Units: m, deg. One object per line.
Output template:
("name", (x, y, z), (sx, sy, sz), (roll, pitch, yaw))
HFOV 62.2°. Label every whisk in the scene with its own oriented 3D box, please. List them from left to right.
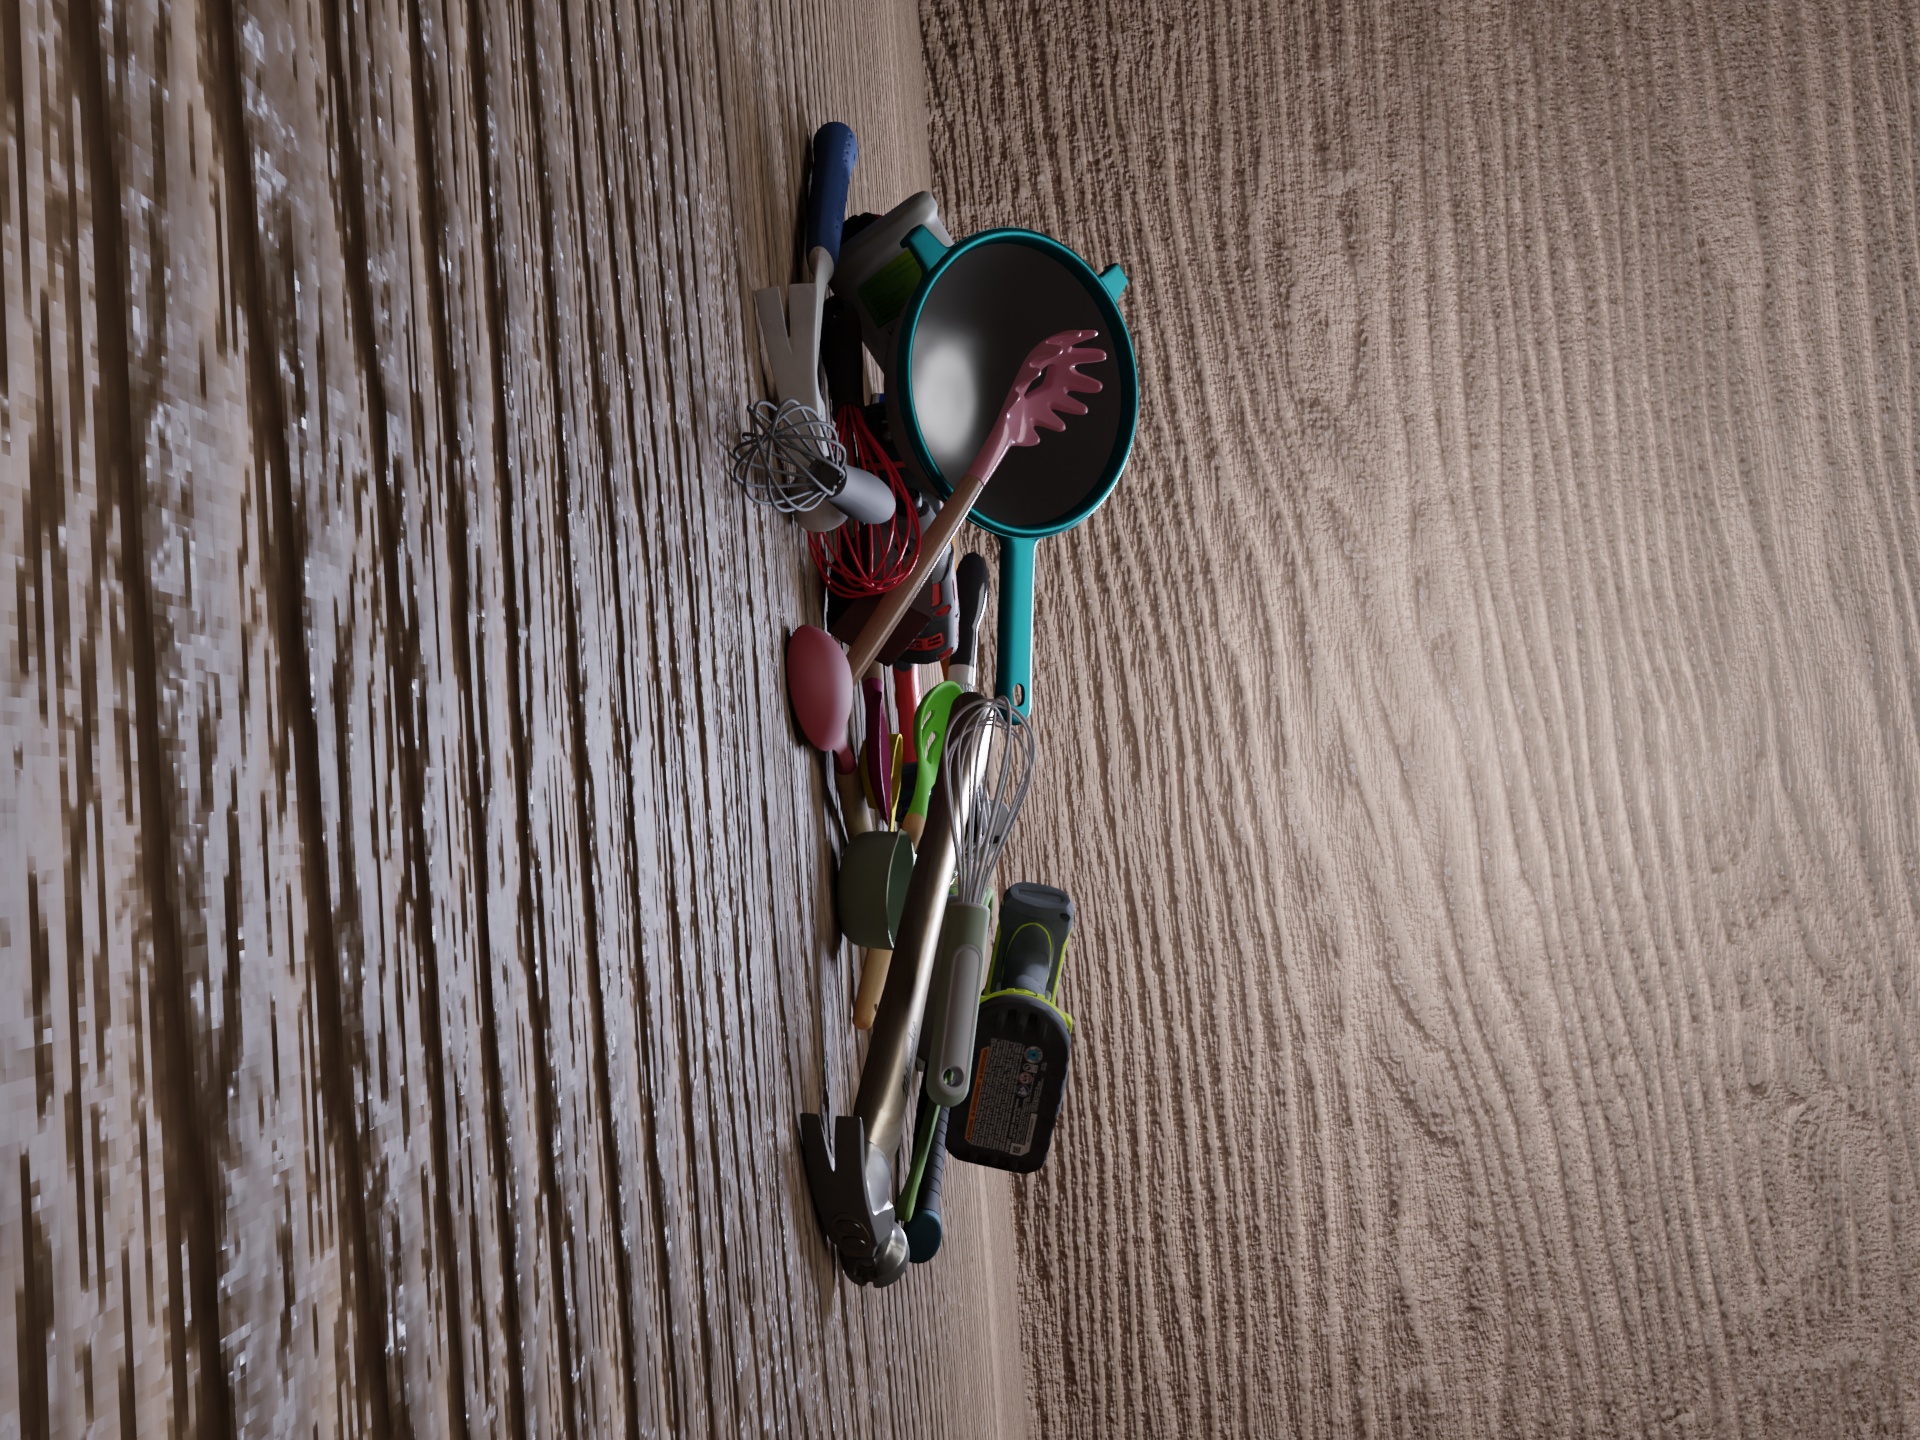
("whisk", (-0.067, -0.127, 0.839), (0.239, 0.055, 0.055), (-2, 88, -79))
("whisk", (-0.073, -0.190, 1.052), (0.073, 0.073, 0.296), (82, 0, -50))
("whisk", (-0.003, -0.004, 1.281), (0.070, 0.070, 0.285), (77, 17, -71))
("whisk", (0.007, 0.103, 0.941), (0.059, 0.057, 0.246), (146, -46, -68))

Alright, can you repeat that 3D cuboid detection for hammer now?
("hammer", (-0.091, -0.298, 1.037), (0.406, 0.035, 0.143), (-91, 176, -48))
("hammer", (-0.052, -0.055, 1.424), (0.143, 0.038, 0.386), (-75, 161, -77))
("hammer", (-0.026, 0.122, 0.975), (0.411, 0.038, 0.146), (-77, 163, -46))
("hammer", (-0.019, 0.285, 1.301), (0.331, 0.033, 0.128), (-84, -169, -50))
("hammer", (-0.005, -0.041, 1.410), (0.127, 0.034, 0.337), (128, -41, -64))

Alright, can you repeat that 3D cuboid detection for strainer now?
("strainer", (-0.035, 0.242, 1.201), (0.151, 0.069, 0.256), (90, 15, -67))
("strainer", (0.018, -0.169, 1.129), (0.095, 0.211, 0.340), (7, -83, 53))

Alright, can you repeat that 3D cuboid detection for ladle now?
("ladle", (-0.071, 0.042, 1.007), (0.315, 0.031, 0.069), (84, 11, -59))

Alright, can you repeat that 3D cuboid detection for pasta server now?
("pasta server", (0.001, -0.133, 1.031), (0.316, 0.040, 0.060), (-58, 146, -19))

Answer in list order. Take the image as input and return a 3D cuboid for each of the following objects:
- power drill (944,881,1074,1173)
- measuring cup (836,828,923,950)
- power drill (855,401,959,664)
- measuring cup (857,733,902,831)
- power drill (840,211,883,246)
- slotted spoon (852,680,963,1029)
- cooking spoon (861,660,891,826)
("power drill", (0.041, 0.253, 1.246), (0.228, 0.080, 0.190), (-70, 171, -74))
("measuring cup", (-0.047, 0.096, 1.057), (0.168, 0.038, 0.083), (-57, 148, -72))
("power drill", (-0.040, -0.161, 1.265), (0.220, 0.078, 0.143), (-97, 180, -50))
("measuring cup", (-0.065, 0.085, 1.162), (0.062, 0.029, 0.156), (-56, 153, -81))
("power drill", (-0.016, -0.324, 1.312), (0.226, 0.080, 0.188), (46, 13, -11))
("slotted spoon", (-0.038, 0.088, 1.132), (0.314, 0.031, 0.070), (-76, 154, -45))
("cooking spoon", (-0.063, -0.038, 1.110), (0.319, 0.017, 0.068), (-99, -177, -55))
